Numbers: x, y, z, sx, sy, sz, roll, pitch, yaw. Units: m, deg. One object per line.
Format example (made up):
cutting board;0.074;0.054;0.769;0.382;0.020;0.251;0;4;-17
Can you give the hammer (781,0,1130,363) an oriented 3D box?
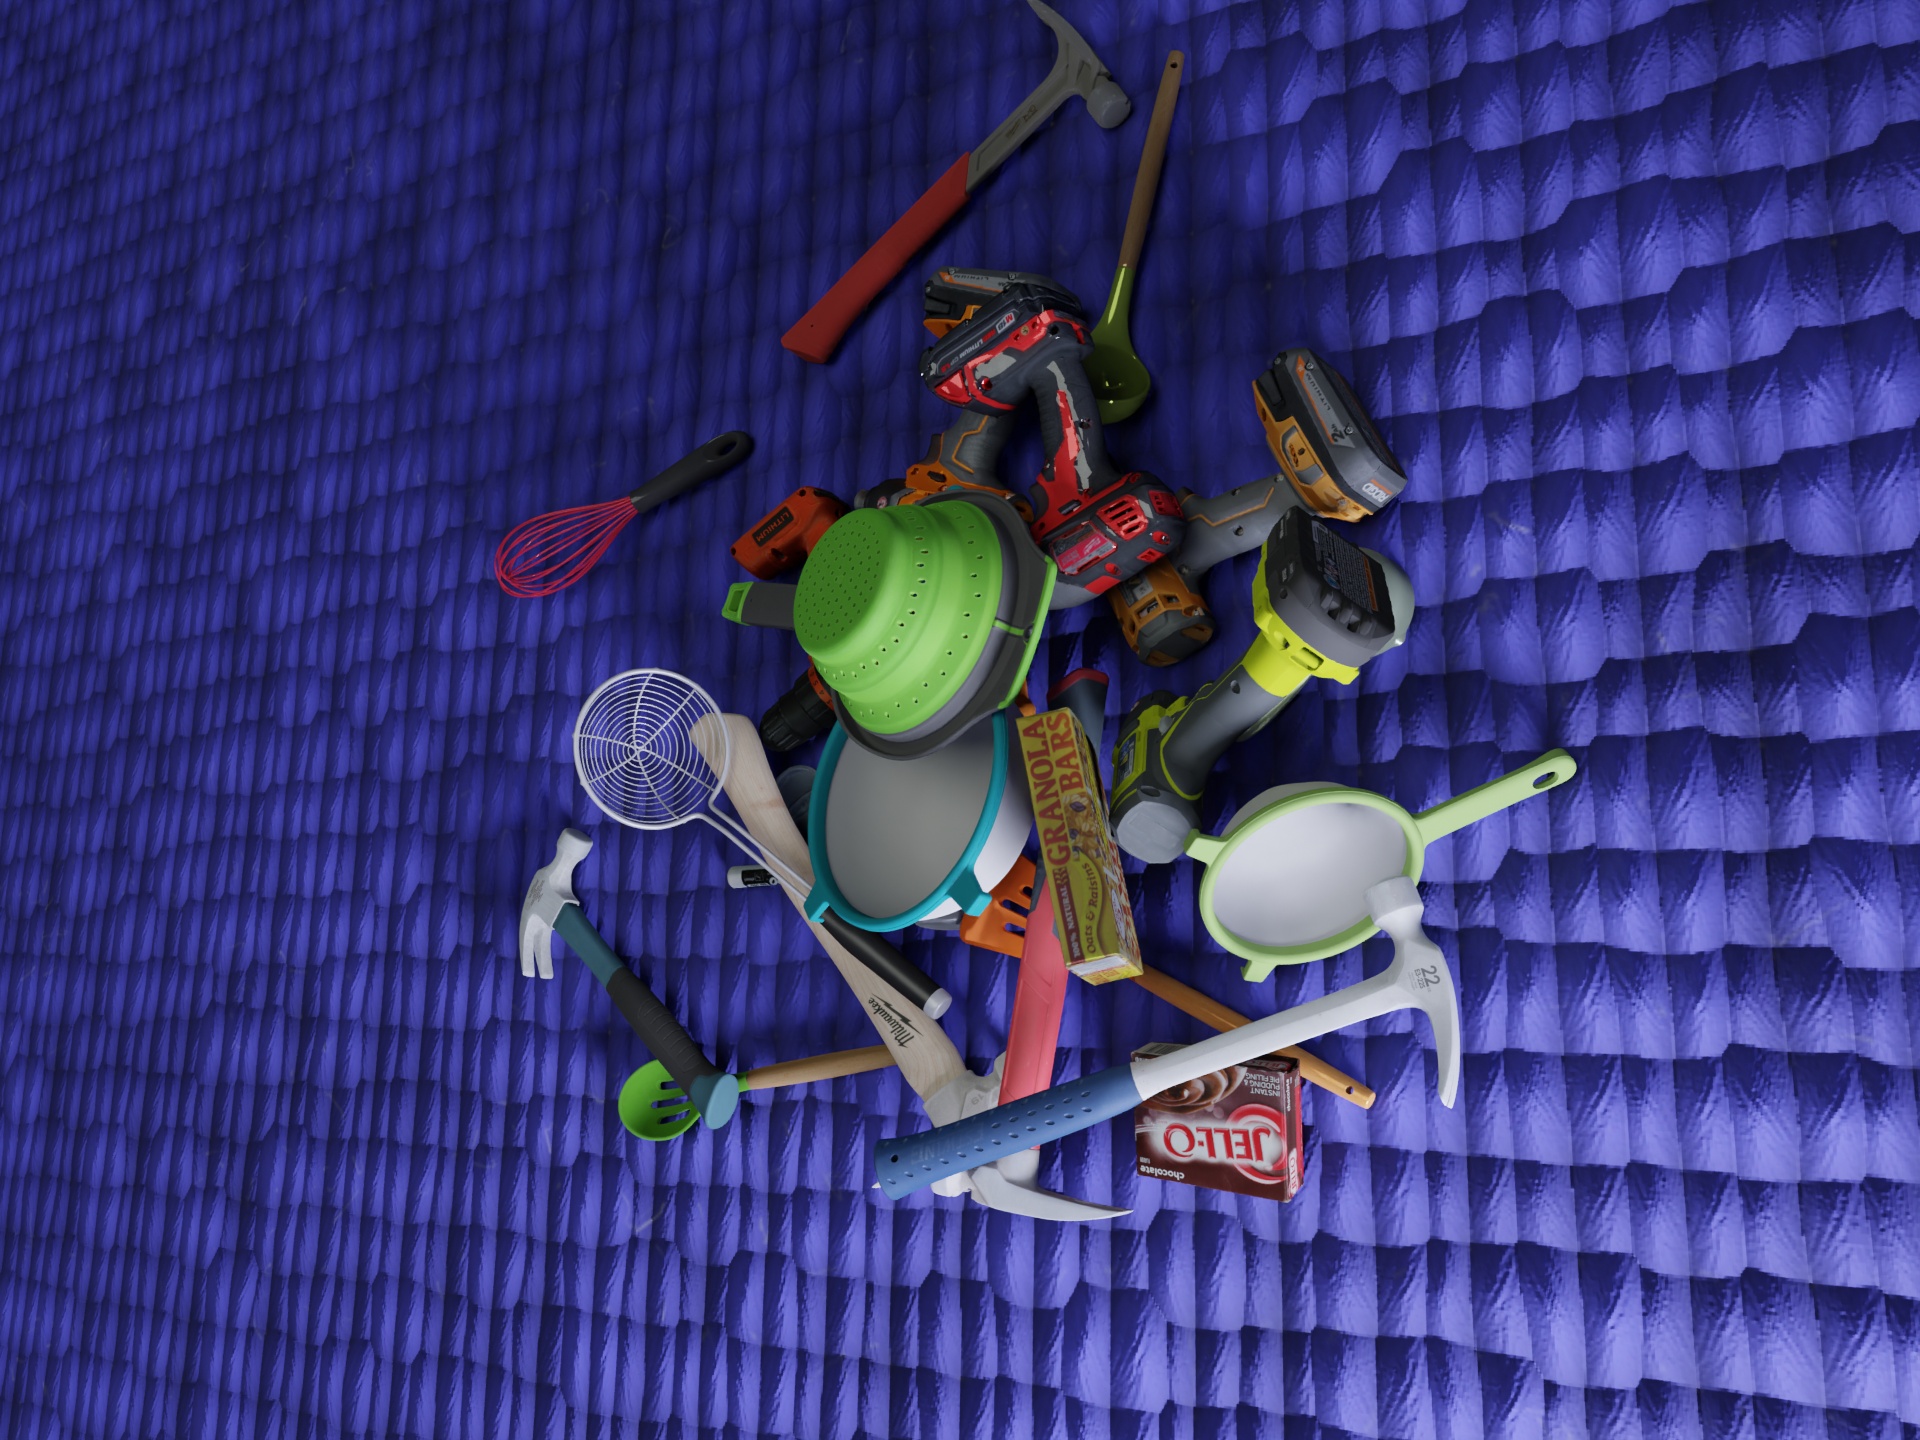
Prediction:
hammer;-0.024;-0.447;1.367;0.359;0.036;0.149;-41;62;18

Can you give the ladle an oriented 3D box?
ladle;0.136;-0.381;1.242;0.078;0.062;0.320;13;83;3

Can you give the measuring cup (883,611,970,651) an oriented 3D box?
measuring cup;-0.040;-0.014;1.248;0.095;0.052;0.173;27;95;-3

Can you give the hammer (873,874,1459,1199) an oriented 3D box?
hammer;0.127;0.239;1.042;0.405;0.035;0.144;-24;60;16

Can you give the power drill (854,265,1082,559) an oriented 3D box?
power drill;0.000;-0.244;1.284;0.164;0.084;0.226;15;92;33

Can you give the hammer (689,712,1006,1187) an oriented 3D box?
hammer;-0.108;0.163;1.253;0.146;0.038;0.411;-40;67;9

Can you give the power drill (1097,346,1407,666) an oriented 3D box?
power drill;0.184;-0.172;1.155;0.226;0.084;0.185;-37;61;26

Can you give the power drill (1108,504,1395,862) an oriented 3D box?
power drill;0.182;-0.027;1.066;0.223;0.080;0.171;-51;13;30

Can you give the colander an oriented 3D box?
colander;-0.100;-0.091;1.173;0.397;0.094;0.204;10;80;52

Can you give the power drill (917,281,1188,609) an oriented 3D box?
power drill;0.061;-0.190;1.152;0.143;0.078;0.220;-31;74;30

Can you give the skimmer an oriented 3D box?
skimmer;-0.148;0.095;1.215;0.363;0.090;0.127;37;63;23

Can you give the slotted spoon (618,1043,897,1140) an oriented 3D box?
slotted spoon;-0.149;0.291;1.295;0.314;0.031;0.070;-17;62;26

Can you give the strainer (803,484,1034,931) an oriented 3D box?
strainer;-0.002;-0.004;1.169;0.211;0.095;0.340;-11;64;48

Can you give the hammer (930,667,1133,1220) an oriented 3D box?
hammer;0.078;0.153;1.132;0.143;0.038;0.386;5;78;25

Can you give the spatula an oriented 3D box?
spatula;0.143;0.189;1.124;0.323;0.041;0.081;26;89;32

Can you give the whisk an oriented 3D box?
whisk;-0.318;-0.195;1.490;0.296;0.073;0.073;-26;67;18

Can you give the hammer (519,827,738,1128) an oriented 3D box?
hammer;-0.289;0.231;1.373;0.331;0.033;0.128;38;102;39

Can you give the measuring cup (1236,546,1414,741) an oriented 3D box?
measuring cup;0.243;-0.050;1.112;0.167;0.038;0.083;-49;59;12

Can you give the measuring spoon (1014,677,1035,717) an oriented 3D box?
measuring spoon;0.038;-0.052;1.258;0.021;0.011;0.117;-22;69;27

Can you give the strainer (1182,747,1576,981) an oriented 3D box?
strainer;0.271;0.064;1.047;0.256;0.151;0.069;-25;38;6
